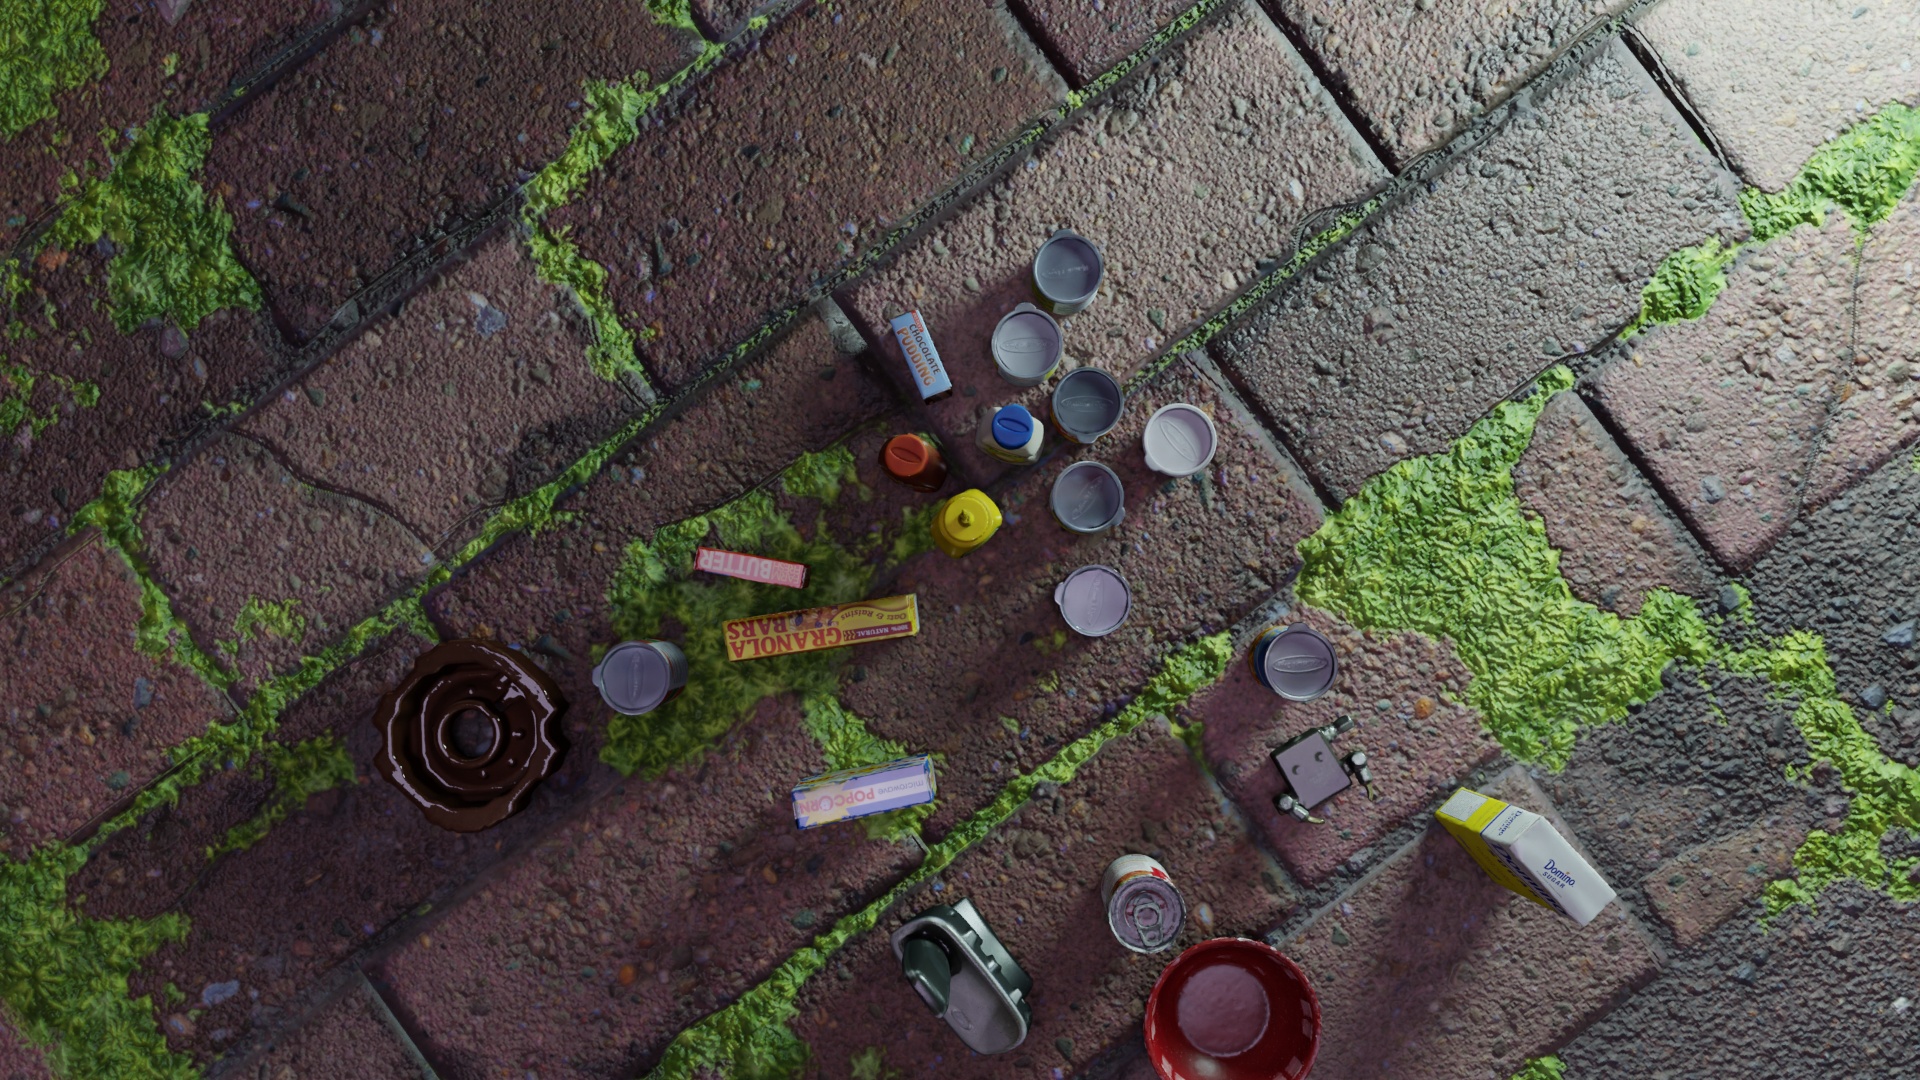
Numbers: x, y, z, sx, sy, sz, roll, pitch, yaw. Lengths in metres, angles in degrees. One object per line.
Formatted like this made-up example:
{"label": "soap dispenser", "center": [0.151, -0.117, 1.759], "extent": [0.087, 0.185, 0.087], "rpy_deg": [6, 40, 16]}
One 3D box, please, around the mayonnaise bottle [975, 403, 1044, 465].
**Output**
{"label": "mayonnaise bottle", "center": [0.046, -0.096, 1.258], "extent": [0.065, 0.148, 0.041], "rpy_deg": [17, 89, 2]}

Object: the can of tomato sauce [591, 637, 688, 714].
{"label": "can of tomato sauce", "center": [-0.295, 0.125, 1.288], "extent": [0.071, 0.083, 0.071], "rpy_deg": [0, 88, 1]}

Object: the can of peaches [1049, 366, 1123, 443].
{"label": "can of peaches", "center": [0.117, -0.124, 1.303], "extent": [0.071, 0.058, 0.071], "rpy_deg": [0, 88, 1]}

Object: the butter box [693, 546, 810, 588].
{"label": "butter box", "center": [-0.194, 0.026, 1.305], "extent": [0.103, 0.053, 0.024], "rpy_deg": [10, 89, 1]}

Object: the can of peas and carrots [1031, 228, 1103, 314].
{"label": "can of peas and carrots", "center": [0.099, -0.252, 1.307], "extent": [0.071, 0.058, 0.071], "rpy_deg": [0, 88, 1]}

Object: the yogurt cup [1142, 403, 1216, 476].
{"label": "yogurt cup", "center": [0.202, -0.092, 1.302], "extent": [0.072, 0.054, 0.072], "rpy_deg": [0, 88, 1]}

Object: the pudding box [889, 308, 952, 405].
{"label": "pudding box", "center": [-0.036, -0.173, 1.311], "extent": [0.030, 0.049, 0.083], "rpy_deg": [-23, 88, 0]}

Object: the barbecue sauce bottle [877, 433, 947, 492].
{"label": "barbecue sauce bottle", "center": [-0.045, -0.071, 1.258], "extent": [0.065, 0.148, 0.043], "rpy_deg": [22, 89, 2]}

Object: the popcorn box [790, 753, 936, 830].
{"label": "popcorn box", "center": [-0.087, 0.230, 1.279], "extent": [0.127, 0.085, 0.038], "rpy_deg": [-12, 88, 1]}

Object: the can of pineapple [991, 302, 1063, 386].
{"label": "can of pineapple", "center": [0.063, -0.182, 1.306], "extent": [0.071, 0.058, 0.071], "rpy_deg": [0, 88, 1]}

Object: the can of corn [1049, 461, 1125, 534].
{"label": "can of corn", "center": [0.119, -0.037, 1.299], "extent": [0.071, 0.058, 0.071], "rpy_deg": [0, 88, 1]}

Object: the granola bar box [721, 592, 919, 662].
{"label": "granola bar box", "center": [-0.122, 0.079, 1.266], "extent": [0.166, 0.124, 0.039], "rpy_deg": [-8, 88, 1]}

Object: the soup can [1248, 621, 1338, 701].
{"label": "soup can", "center": [0.305, 0.109, 1.278], "extent": [0.071, 0.084, 0.071], "rpy_deg": [0, 88, 1]}

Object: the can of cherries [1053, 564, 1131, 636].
{"label": "can of cherries", "center": [0.121, 0.054, 1.296], "extent": [0.071, 0.058, 0.071], "rpy_deg": [0, 88, 1]}

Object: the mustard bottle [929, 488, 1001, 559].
{"label": "mustard bottle", "center": [0.004, -0.016, 1.249], "extent": [0.065, 0.160, 0.049], "rpy_deg": [-40, 88, 0]}
